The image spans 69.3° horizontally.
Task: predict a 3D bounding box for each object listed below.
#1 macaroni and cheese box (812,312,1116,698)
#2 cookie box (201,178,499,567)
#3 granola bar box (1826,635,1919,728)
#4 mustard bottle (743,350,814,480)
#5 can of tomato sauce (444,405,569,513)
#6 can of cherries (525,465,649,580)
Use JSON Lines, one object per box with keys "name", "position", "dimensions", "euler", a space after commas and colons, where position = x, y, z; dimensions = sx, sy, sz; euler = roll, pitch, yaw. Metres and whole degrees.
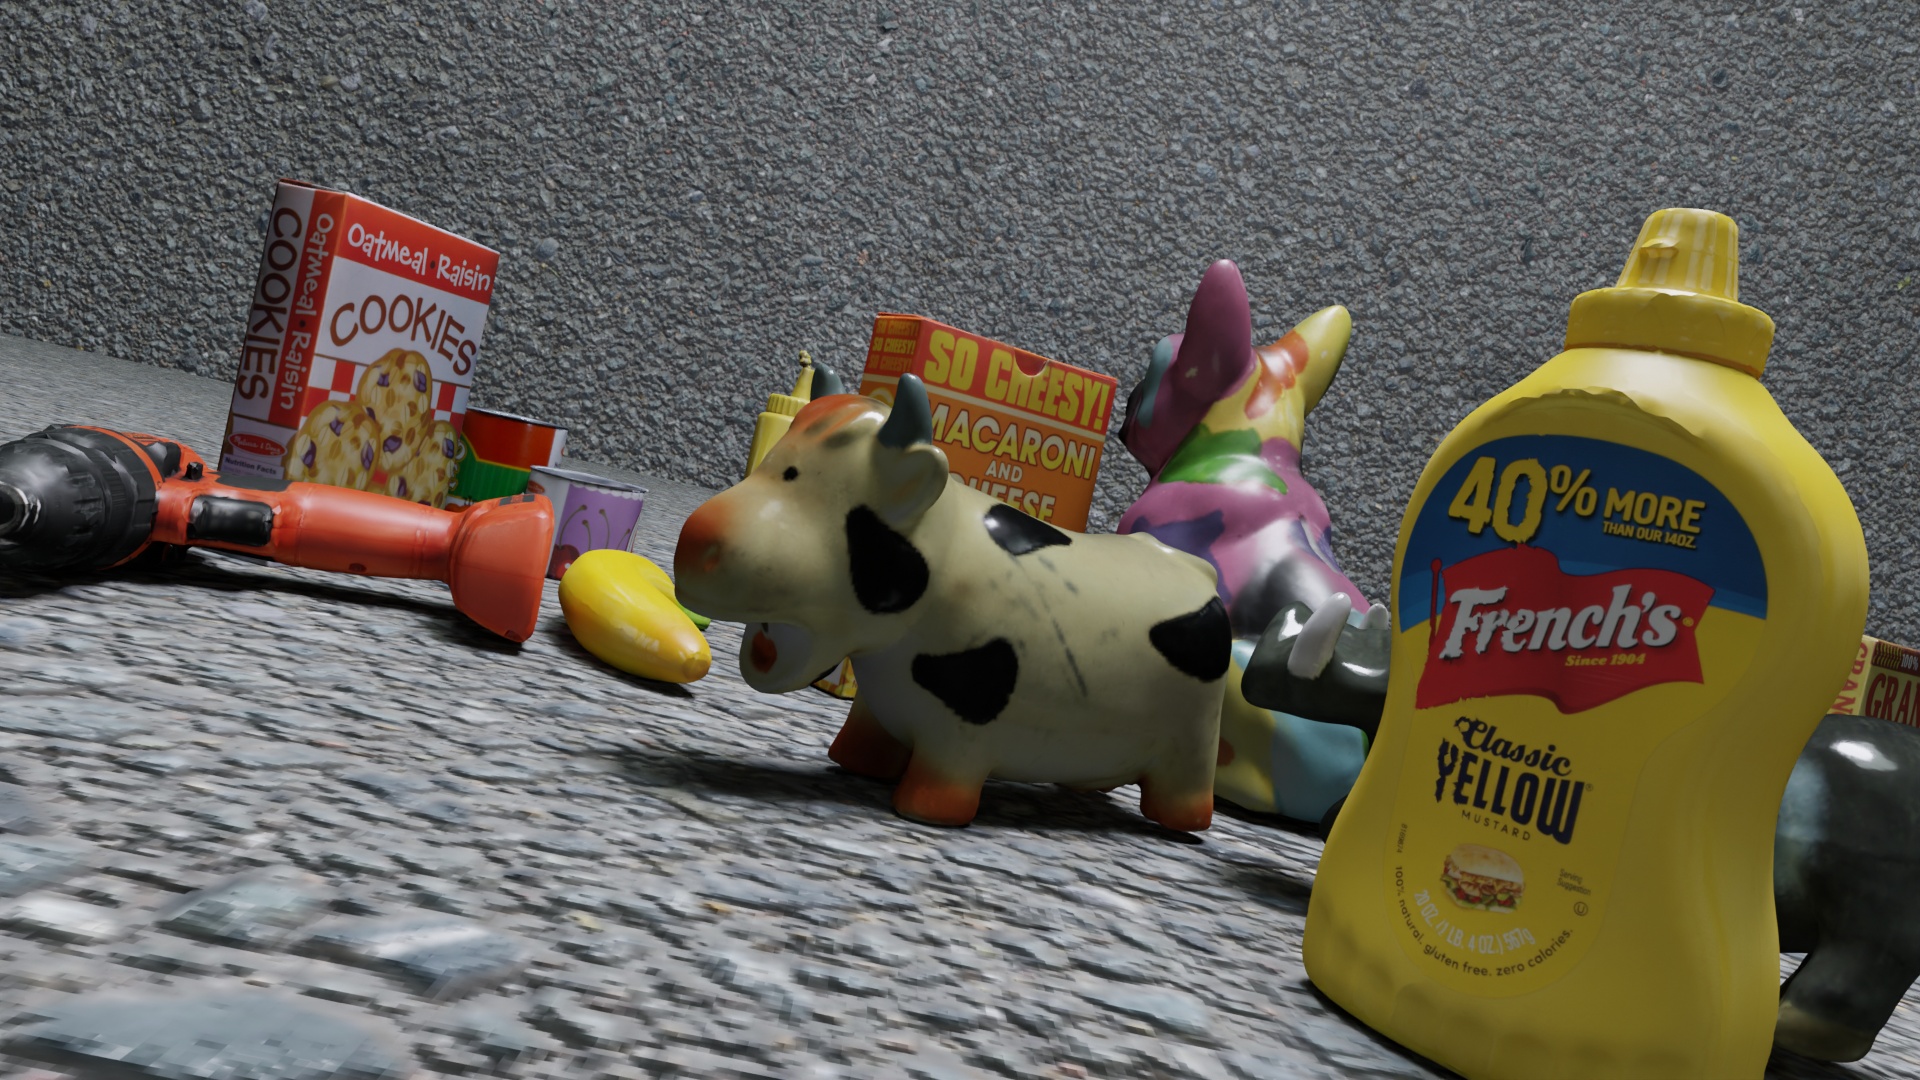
{"name": "macaroni and cheese box", "position": [0.002, -0.008, 0.636], "dimensions": [0.124, 0.166, 0.040], "euler": [11, 2, -40]}
{"name": "cookie box", "position": [-0.285, -0.073, 0.660], "dimensions": [0.040, 0.167, 0.123], "euler": [13, 2, 12]}
{"name": "granola bar box", "position": [0.465, 0.113, 0.718], "dimensions": [0.166, 0.124, 0.039], "euler": [11, 2, -41]}
{"name": "mustard bottle", "position": [-0.108, -0.038, 0.855], "dimensions": [0.049, 0.160, 0.065], "euler": [12, 2, -13]}
{"name": "can of tomato sauce", "position": [-0.276, -0.034, 0.824], "dimensions": [0.071, 0.083, 0.071], "euler": [13, 2, 0]}
{"name": "can of cherries", "position": [-0.217, -0.008, 0.798], "dimensions": [0.071, 0.058, 0.071], "euler": [13, 2, 0]}
